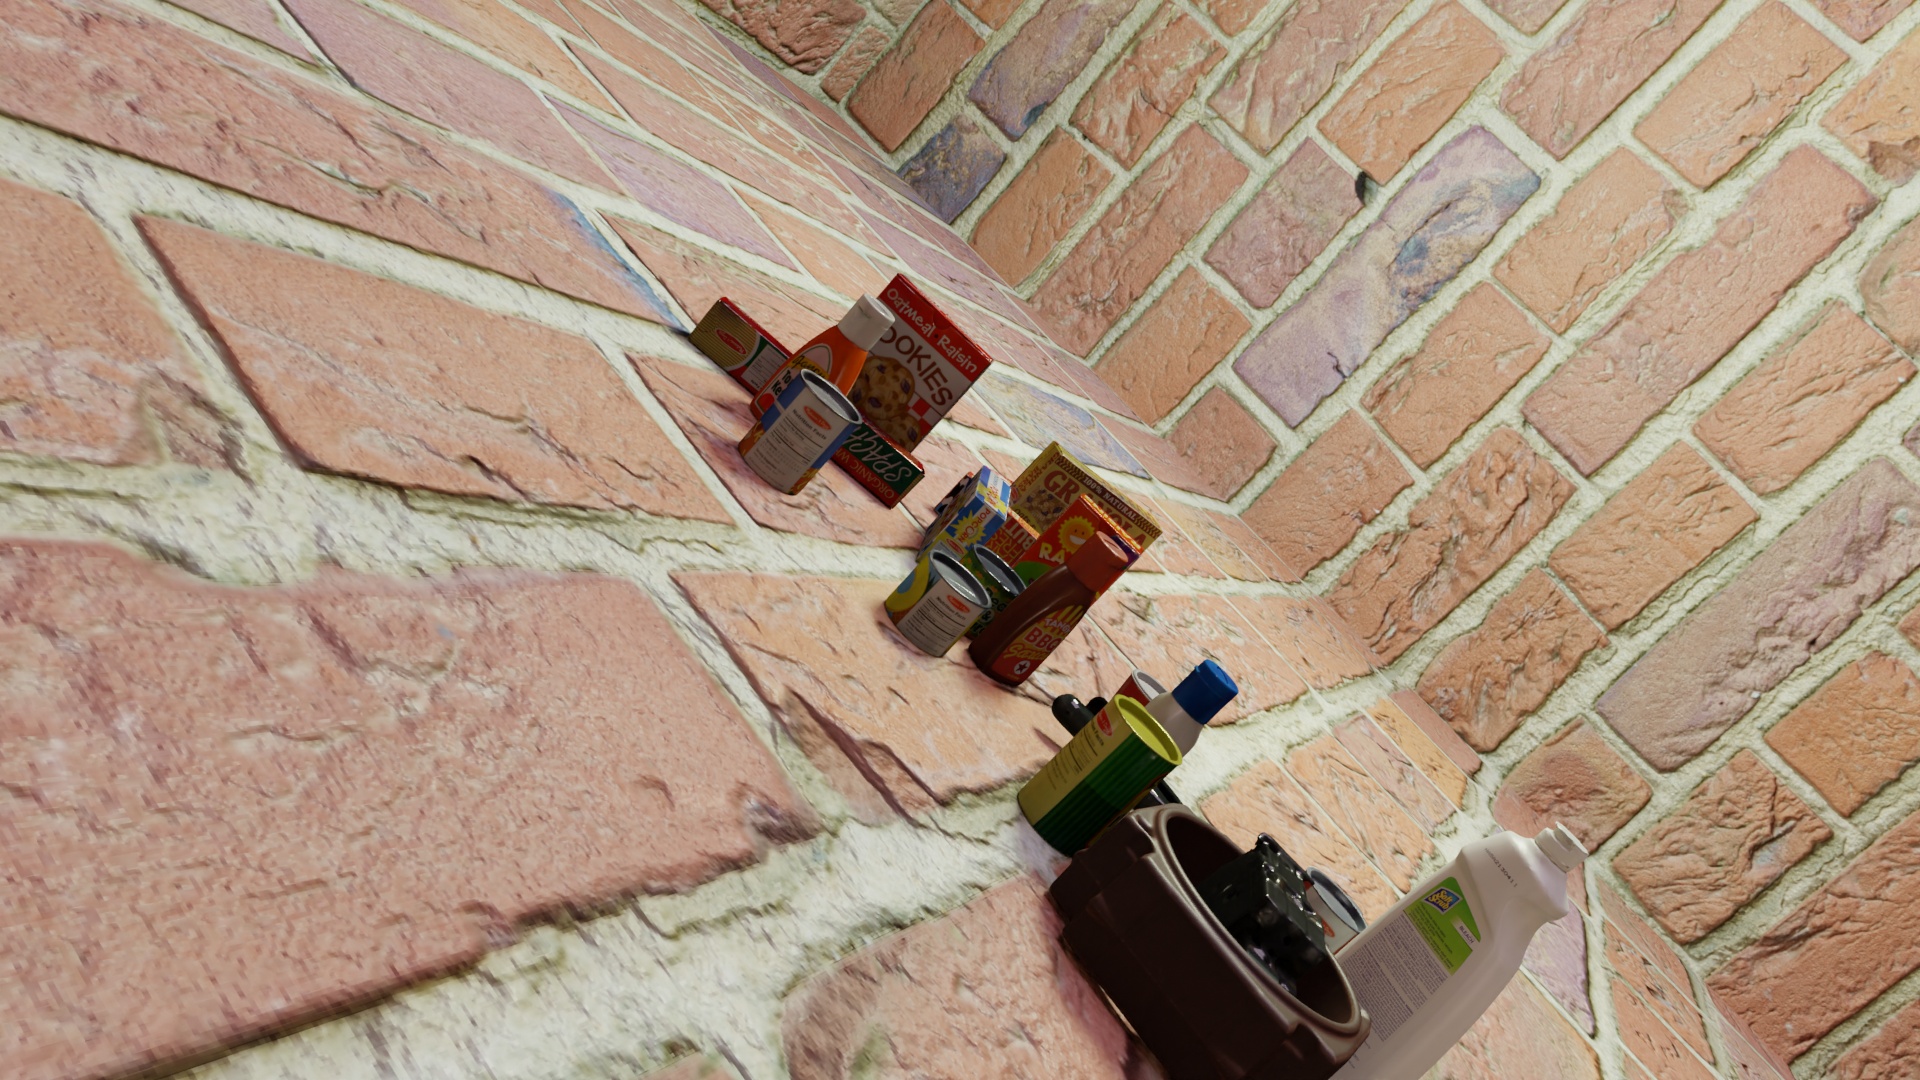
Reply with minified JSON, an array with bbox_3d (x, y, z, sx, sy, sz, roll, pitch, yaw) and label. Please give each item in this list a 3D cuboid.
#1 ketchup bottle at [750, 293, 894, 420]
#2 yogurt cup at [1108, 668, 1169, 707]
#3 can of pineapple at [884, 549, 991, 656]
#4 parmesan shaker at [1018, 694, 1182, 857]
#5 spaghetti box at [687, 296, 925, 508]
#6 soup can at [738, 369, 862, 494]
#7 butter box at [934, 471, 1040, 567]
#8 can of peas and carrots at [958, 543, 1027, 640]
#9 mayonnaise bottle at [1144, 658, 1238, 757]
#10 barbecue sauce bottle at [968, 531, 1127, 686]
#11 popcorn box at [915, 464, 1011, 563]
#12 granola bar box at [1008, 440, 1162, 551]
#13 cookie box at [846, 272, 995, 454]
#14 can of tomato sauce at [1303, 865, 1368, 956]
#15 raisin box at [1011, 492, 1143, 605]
[{"bbox_3d":[-0.119,-0.153,1.233,0.065,0.148,0.043,48,15,19],"label":"ketchup bottle"},{"bbox_3d":[0.168,0.161,1.291,0.072,0.054,0.072,40,15,-12],"label":"yogurt cup"},{"bbox_3d":[-0.018,0.049,1.111,0.071,0.057,0.071,40,15,-13],"label":"can of pineapple"},{"bbox_3d":[0.099,0.168,0.995,0.071,0.103,0.071,40,15,-13],"label":"parmesan shaker"},{"bbox_3d":[-0.141,-0.127,1.299,0.250,0.050,0.029,40,15,-11],"label":"spaghetti box"},{"bbox_3d":[-0.133,-0.090,1.151,0.071,0.083,0.071,40,15,-13],"label":"soup can"},{"bbox_3d":[0.028,-0.018,1.430,0.103,0.053,0.024,42,14,-4],"label":"butter box"},{"bbox_3d":[0.017,0.047,1.207,0.071,0.058,0.071,40,15,-13],"label":"can of peas and carrots"},{"bbox_3d":[0.152,0.155,1.081,0.041,0.147,0.065,40,15,-14],"label":"mayonnaise bottle"},{"bbox_3d":[0.076,0.056,1.160,0.065,0.148,0.044,27,21,-47],"label":"barbecue sauce bottle"},{"bbox_3d":[0.005,-0.016,1.300,0.038,0.085,0.127,41,15,-7],"label":"popcorn box"},{"bbox_3d":[0.122,-0.017,1.531,0.165,0.124,0.039,35,16,-29],"label":"granola bar box"},{"bbox_3d":[-0.067,-0.154,1.338,0.123,0.167,0.040,42,14,-3],"label":"cookie box"},{"bbox_3d":[0.265,0.306,1.081,0.071,0.083,0.071,40,15,-13],"label":"can of tomato sauce"},{"bbox_3d":[0.109,0.025,1.382,0.086,0.123,0.040,44,14,5],"label":"raisin box"}]
